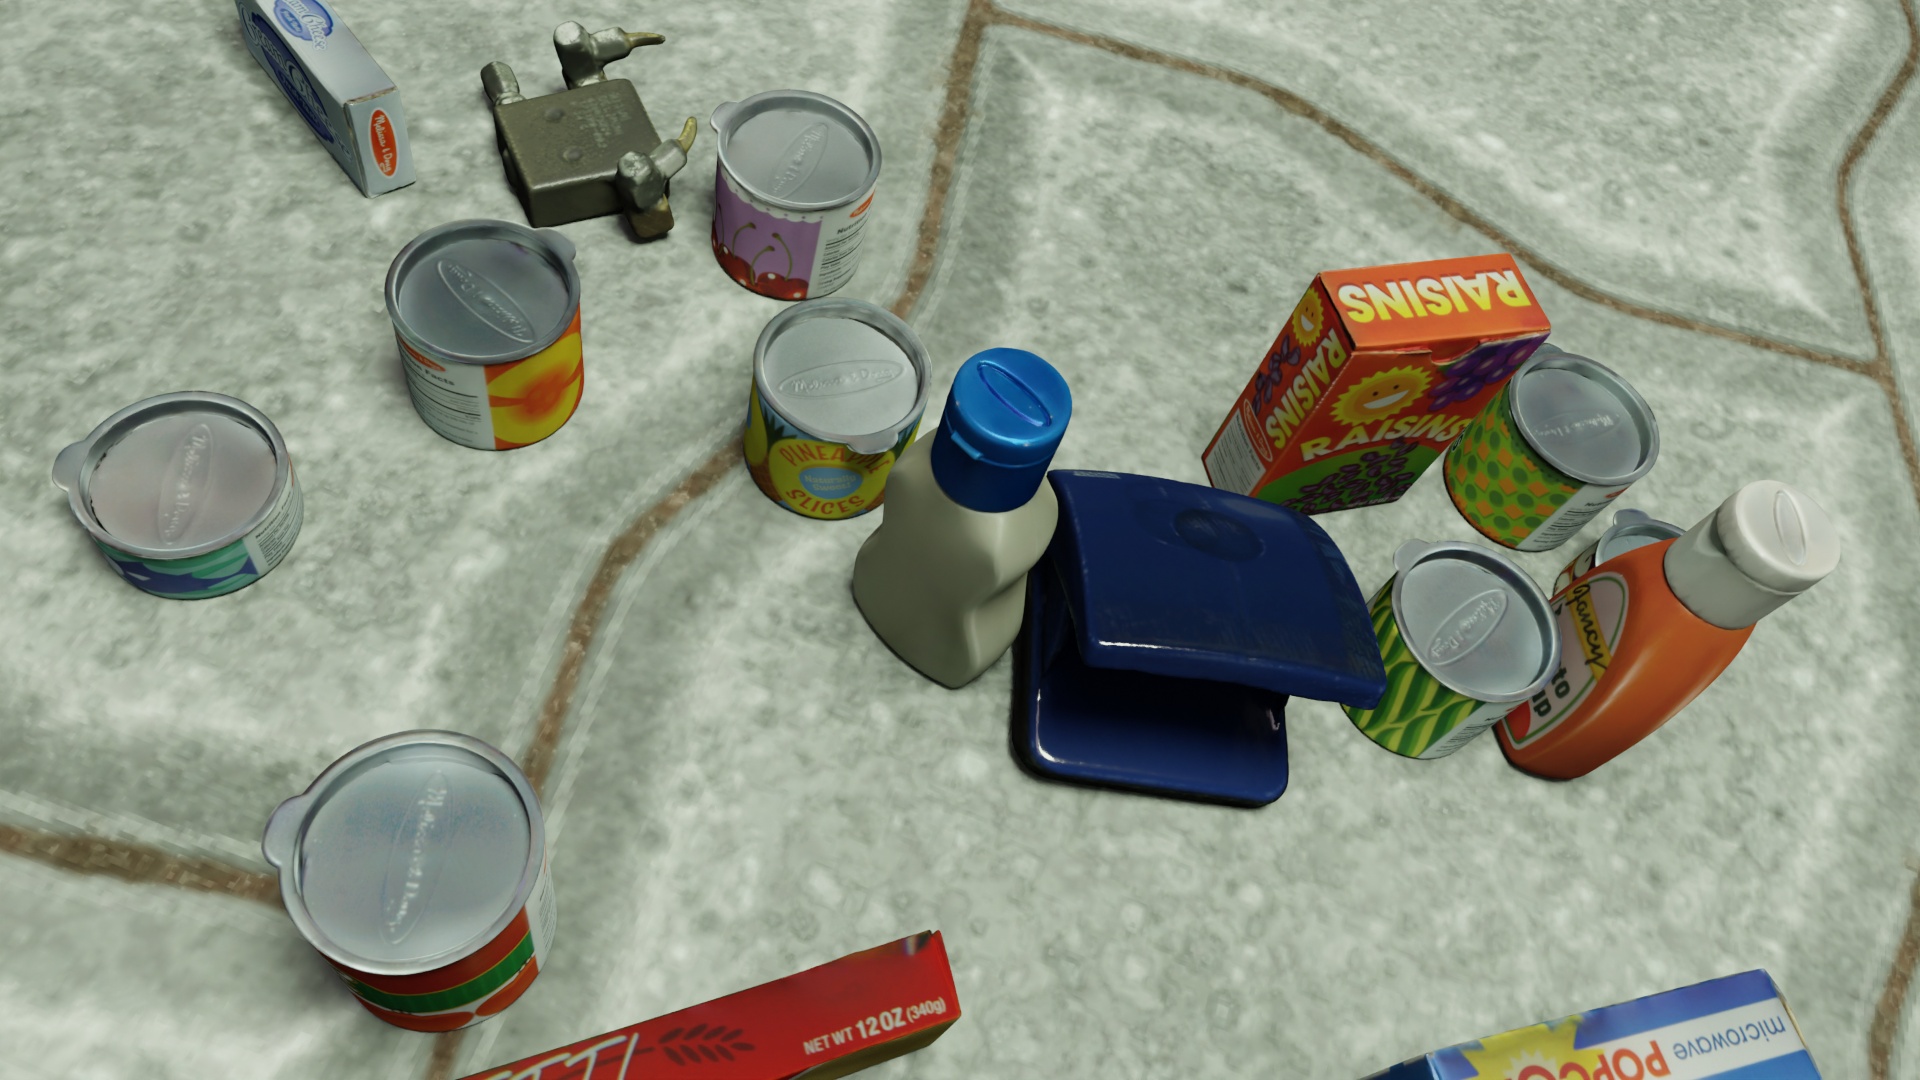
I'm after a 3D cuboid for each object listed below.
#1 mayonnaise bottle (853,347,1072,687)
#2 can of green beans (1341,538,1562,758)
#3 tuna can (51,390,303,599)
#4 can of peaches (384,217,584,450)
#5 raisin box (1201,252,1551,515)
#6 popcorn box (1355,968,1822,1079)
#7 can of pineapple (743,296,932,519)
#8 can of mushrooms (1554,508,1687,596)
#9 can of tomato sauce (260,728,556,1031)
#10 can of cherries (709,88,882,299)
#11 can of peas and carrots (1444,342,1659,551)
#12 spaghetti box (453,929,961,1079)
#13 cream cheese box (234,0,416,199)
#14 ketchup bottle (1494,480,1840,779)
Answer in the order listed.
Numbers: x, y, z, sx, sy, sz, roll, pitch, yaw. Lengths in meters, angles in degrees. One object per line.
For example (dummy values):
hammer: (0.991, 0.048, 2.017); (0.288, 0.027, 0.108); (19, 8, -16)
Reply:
mayonnaise bottle: (0.002, -0.006, 0.463); (0.065, 0.147, 0.041); (43, 60, 13)
can of green beans: (0.183, 0.042, 0.530); (0.071, 0.057, 0.071); (6, 59, -10)
tuna can: (-0.265, -0.015, 0.474); (0.071, 0.032, 0.071); (6, 59, -10)
can of peaches: (-0.173, -0.077, 0.517); (0.071, 0.057, 0.071); (6, 59, -10)
raisin box: (0.157, -0.056, 0.544); (0.086, 0.122, 0.040); (-8, 62, -17)
popcorn box: (0.186, 0.174, 0.436); (0.127, 0.084, 0.038); (-7, 62, -17)
can of pineapple: (-0.048, -0.048, 0.529); (0.071, 0.057, 0.071); (6, 59, -10)
can of mushrooms: (0.285, 0.024, 0.579); (0.071, 0.033, 0.071); (6, 59, -10)
can of tomato sauce: (-0.154, 0.101, 0.401); (0.071, 0.082, 0.071); (6, 59, -10)
can of cherries: (-0.072, -0.145, 0.581); (0.071, 0.058, 0.072); (6, 59, -10)
can of peas and carrots: (0.249, -0.039, 0.593); (0.071, 0.058, 0.071); (6, 59, -10)
spaghetti box: (-0.122, 0.164, 0.391); (0.251, 0.050, 0.029); (-12, 64, -20)
cream cheese box: (-0.263, -0.194, 0.568); (0.024, 0.053, 0.104); (-32, 72, -27)
ketchup bottle: (0.246, 0.032, 0.497); (0.043, 0.148, 0.065); (12, 58, -6)
